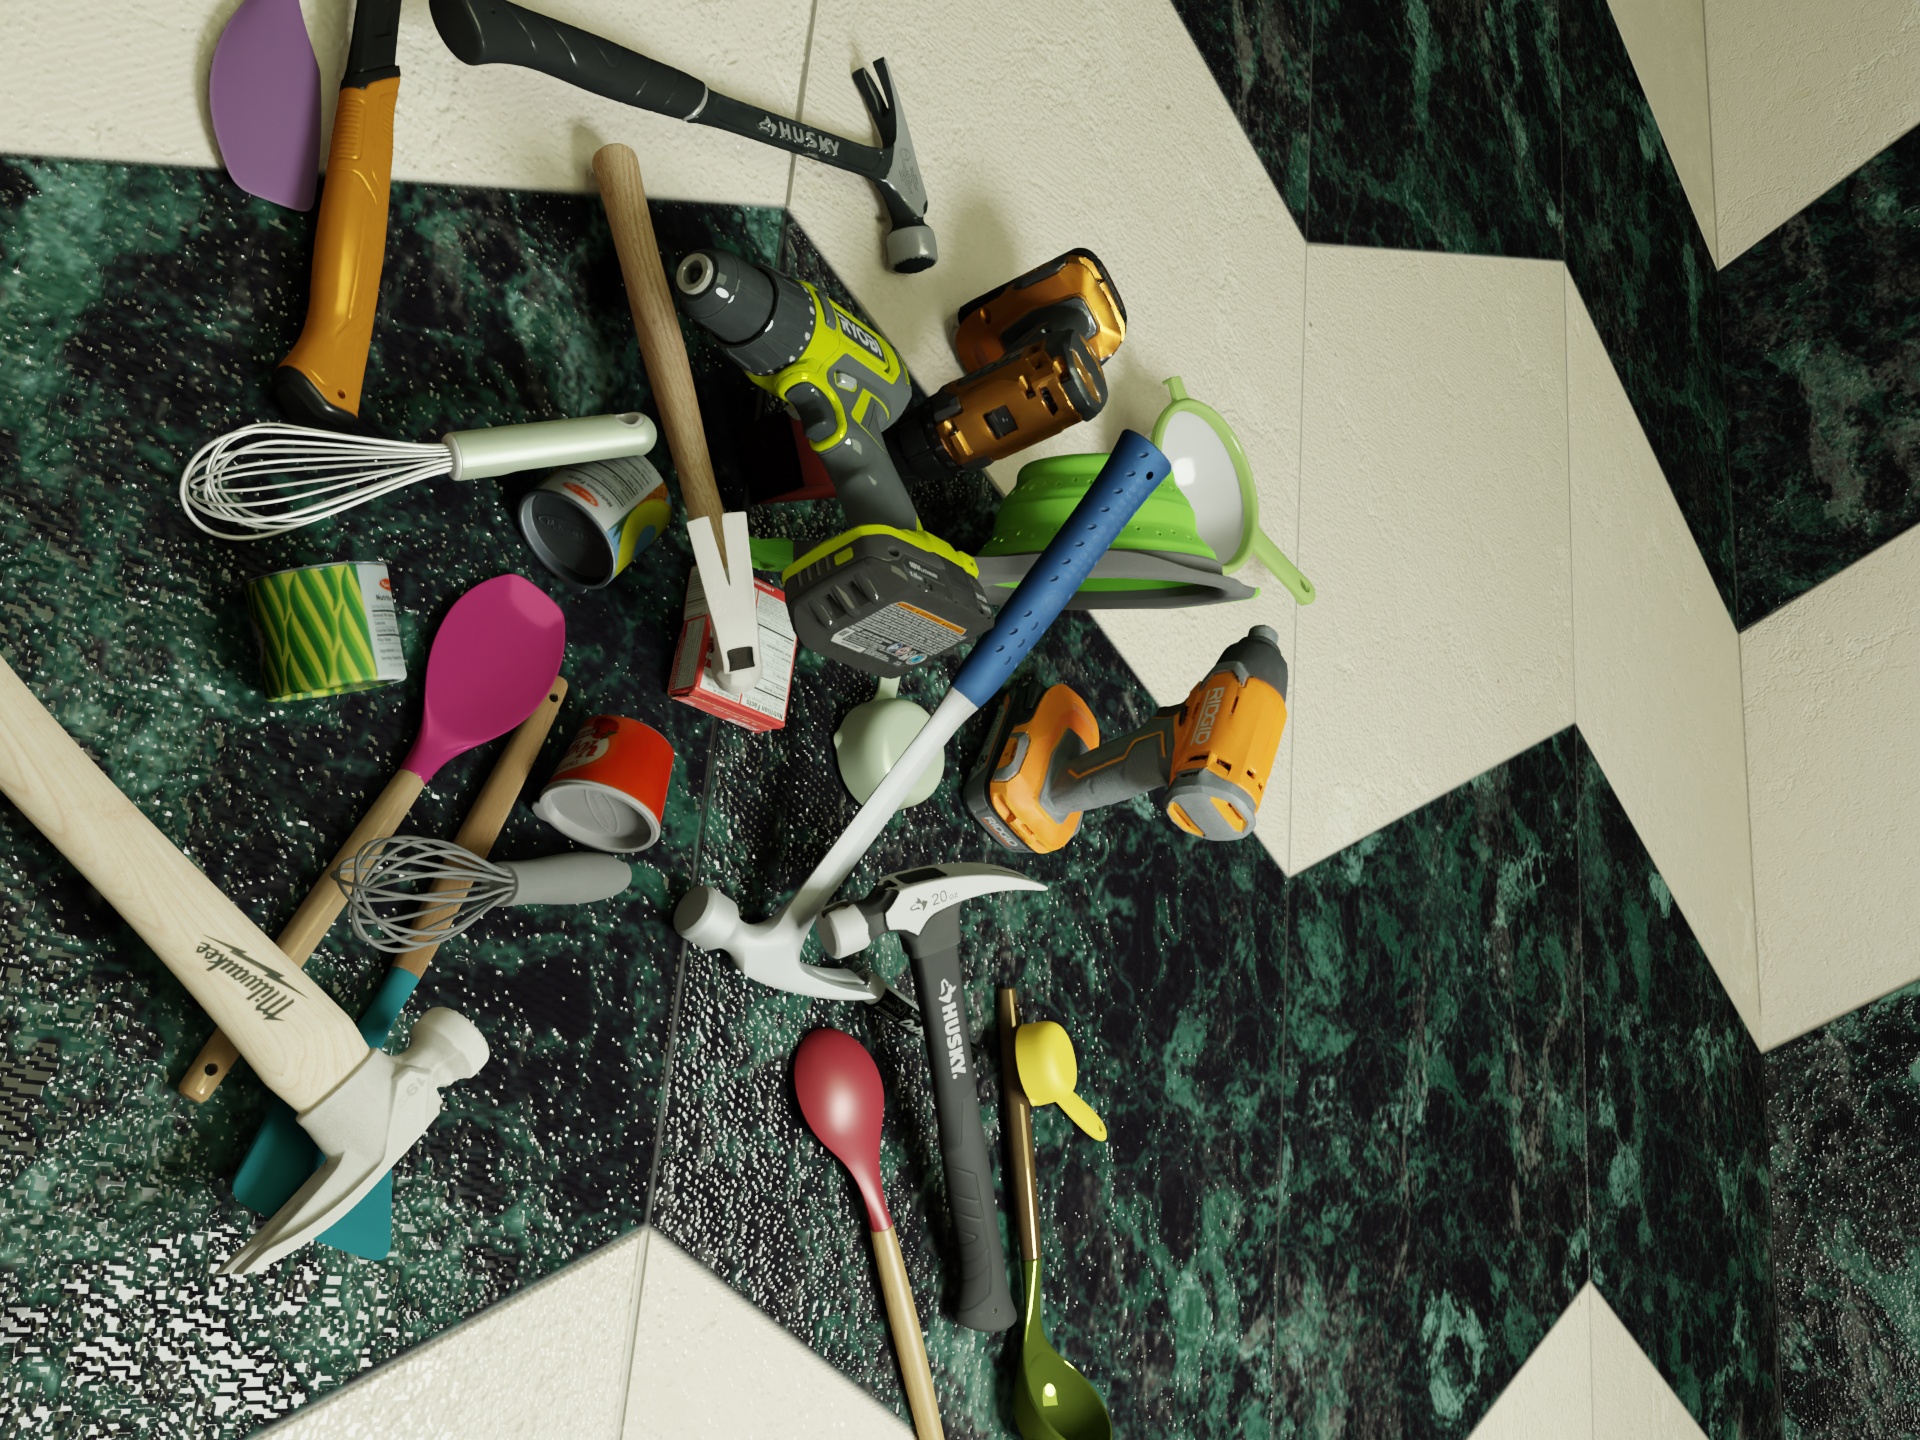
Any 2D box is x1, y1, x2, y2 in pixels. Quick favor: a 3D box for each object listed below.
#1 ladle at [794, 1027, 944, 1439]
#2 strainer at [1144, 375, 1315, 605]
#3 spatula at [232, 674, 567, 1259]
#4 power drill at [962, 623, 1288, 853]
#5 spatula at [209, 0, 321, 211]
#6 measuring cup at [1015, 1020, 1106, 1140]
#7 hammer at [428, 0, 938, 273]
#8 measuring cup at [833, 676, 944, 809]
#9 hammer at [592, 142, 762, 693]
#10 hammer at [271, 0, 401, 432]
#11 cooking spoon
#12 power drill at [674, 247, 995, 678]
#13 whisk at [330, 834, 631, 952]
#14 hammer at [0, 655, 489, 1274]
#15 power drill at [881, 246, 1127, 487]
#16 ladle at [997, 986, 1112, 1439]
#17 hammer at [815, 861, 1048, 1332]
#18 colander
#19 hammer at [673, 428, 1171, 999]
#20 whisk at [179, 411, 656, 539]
[{"bbox_3d":[-0.046,0.347,1.013,0.069,0.031,0.315,-20,99,-49],"label":"ladle"},{"bbox_3d":[0.217,-0.165,1.371,0.256,0.069,0.152,36,55,-39],"label":"strainer"},{"bbox_3d":[-0.263,0.105,0.807,0.082,0.044,0.318,40,54,-32],"label":"spatula"},{"bbox_3d":[0.124,0.011,1.115,0.084,0.226,0.164,47,51,-31],"label":"power drill"},{"bbox_3d":[-0.355,-0.420,0.828,0.059,0.018,0.316,11,75,-51],"label":"spatula"},{"bbox_3d":[0.084,0.267,1.148,0.156,0.029,0.062,51,29,-43],"label":"measuring cup"},{"bbox_3d":[-0.154,-0.391,1.004,0.408,0.036,0.149,-5,84,-54],"label":"hammer"},{"bbox_3d":[-0.038,-0.020,1.083,0.083,0.038,0.168,28,61,-41],"label":"measuring cup"},{"bbox_3d":[-0.165,-0.187,0.919,0.031,0.130,0.331,-13,76,-11],"label":"hammer"},{"bbox_3d":[-0.308,-0.311,0.839,0.127,0.034,0.337,21,70,-55],"label":"hammer"},{"bbox_3d":[-0.292,0.049,0.804,0.068,0.017,0.319,42,53,-24],"label":"cooking spoon"},{"bbox_3d":[-0.074,-0.151,0.901,0.190,0.080,0.229,20,47,-61],"label":"power drill"},{"bbox_3d":[-0.227,0.081,0.796,0.239,0.055,0.055,10,74,-73],"label":"whisk"},{"bbox_3d":[-0.376,0.043,0.667,0.410,0.038,0.146,55,44,-16],"label":"hammer"},{"bbox_3d":[0.023,-0.240,1.125,0.084,0.185,0.226,58,27,-23],"label":"power drill"},{"bbox_3d":[0.057,0.346,1.105,0.078,0.062,0.320,12,71,-59],"label":"ladle"},{"bbox_3d":[0.003,0.248,1.019,0.146,0.035,0.334,-18,111,-27],"label":"hammer"},{"bbox_3d":[0.026,-0.136,1.078,0.397,0.204,0.094,2,88,-32],"label":"colander"},{"bbox_3d":[-0.002,-0.003,0.980,0.143,0.035,0.405,39,87,-38],"label":"hammer"},{"bbox_3d":[-0.268,-0.133,0.815,0.246,0.058,0.059,-15,132,-34],"label":"whisk"}]
